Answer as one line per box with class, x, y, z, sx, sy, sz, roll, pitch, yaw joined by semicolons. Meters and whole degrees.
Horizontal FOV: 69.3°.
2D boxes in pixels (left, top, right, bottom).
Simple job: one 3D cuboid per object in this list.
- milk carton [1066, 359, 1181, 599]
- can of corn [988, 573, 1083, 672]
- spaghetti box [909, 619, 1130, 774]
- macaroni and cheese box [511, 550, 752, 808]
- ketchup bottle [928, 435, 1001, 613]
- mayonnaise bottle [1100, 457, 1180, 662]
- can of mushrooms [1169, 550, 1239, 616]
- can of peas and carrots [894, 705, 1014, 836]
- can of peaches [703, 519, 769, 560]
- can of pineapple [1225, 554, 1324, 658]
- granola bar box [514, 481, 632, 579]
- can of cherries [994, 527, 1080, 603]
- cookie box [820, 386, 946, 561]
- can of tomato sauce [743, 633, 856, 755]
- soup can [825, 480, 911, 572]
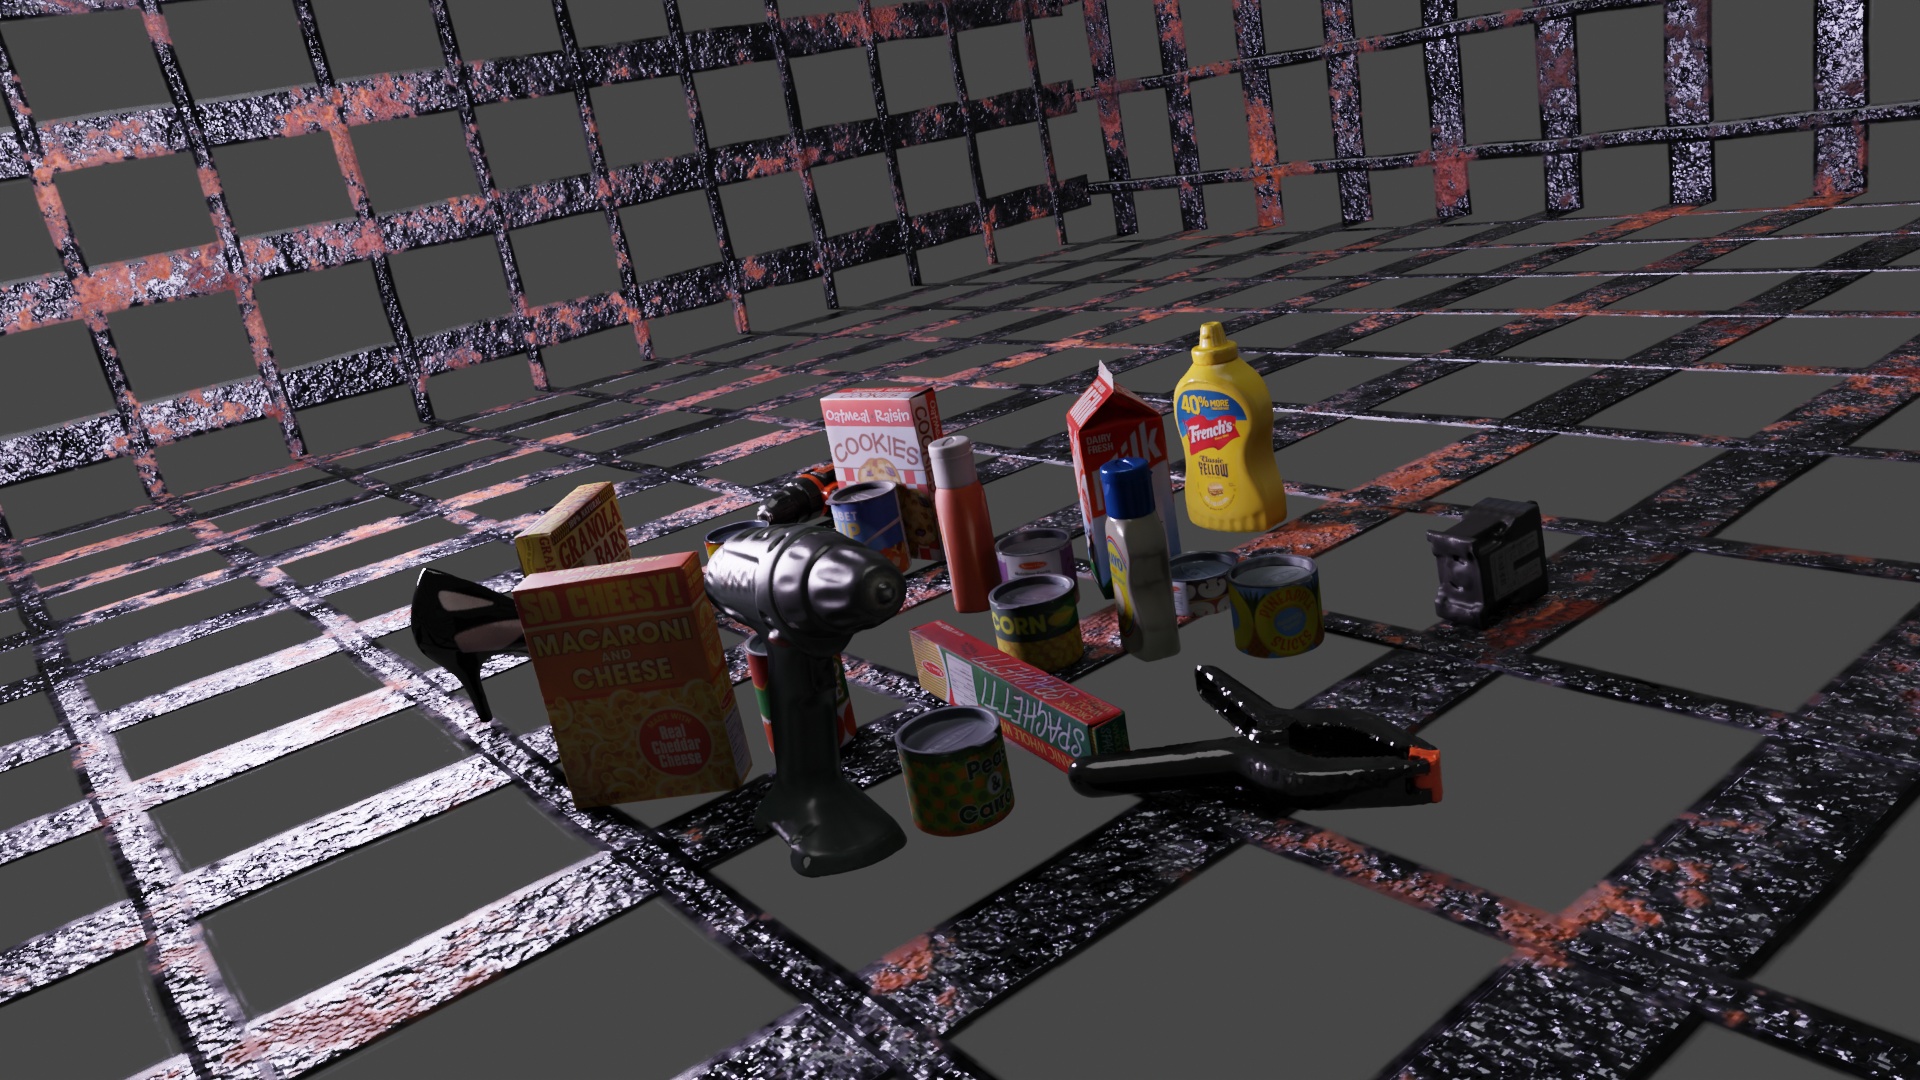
milk carton;0.137;-0.055;1.178;0.073;0.190;0.072;-11;17;-1
can of corn;0.058;0.065;1.069;0.071;0.058;0.071;-10;17;3
spaghetti box;0.036;0.109;0.958;0.029;0.050;0.250;-19;19;-25
macaroni and cheese box;-0.224;0.097;0.958;0.124;0.166;0.040;-8;17;8
ketchup bottle;0.004;-0.015;1.202;0.043;0.148;0.065;-7;17;13
mayonnaise bottle;0.132;0.013;1.039;0.041;0.147;0.065;-14;17;-10
can of mushrooms;0.195;0.034;1.126;0.071;0.033;0.071;-10;17;3
can of peas and carrots;-0.001;0.142;0.860;0.071;0.058;0.071;-10;17;3
can of peaches;-0.215;0.017;1.384;0.071;0.058;0.071;-10;17;3
can of pineapple;0.232;0.048;1.018;0.071;0.057;0.071;-10;17;3
granola bar box;-0.364;0.026;1.333;0.039;0.123;0.166;-8;17;8
can of cherries;0.067;0.026;1.185;0.071;0.058;0.072;-10;17;3
cookie box;-0.067;-0.067;1.378;0.123;0.167;0.040;4;22;40
can of tomato sauce;-0.114;0.107;0.999;0.071;0.082;0.071;-10;17;3
soup can;-0.089;-0.008;1.346;0.071;0.083;0.071;-10;17;3
